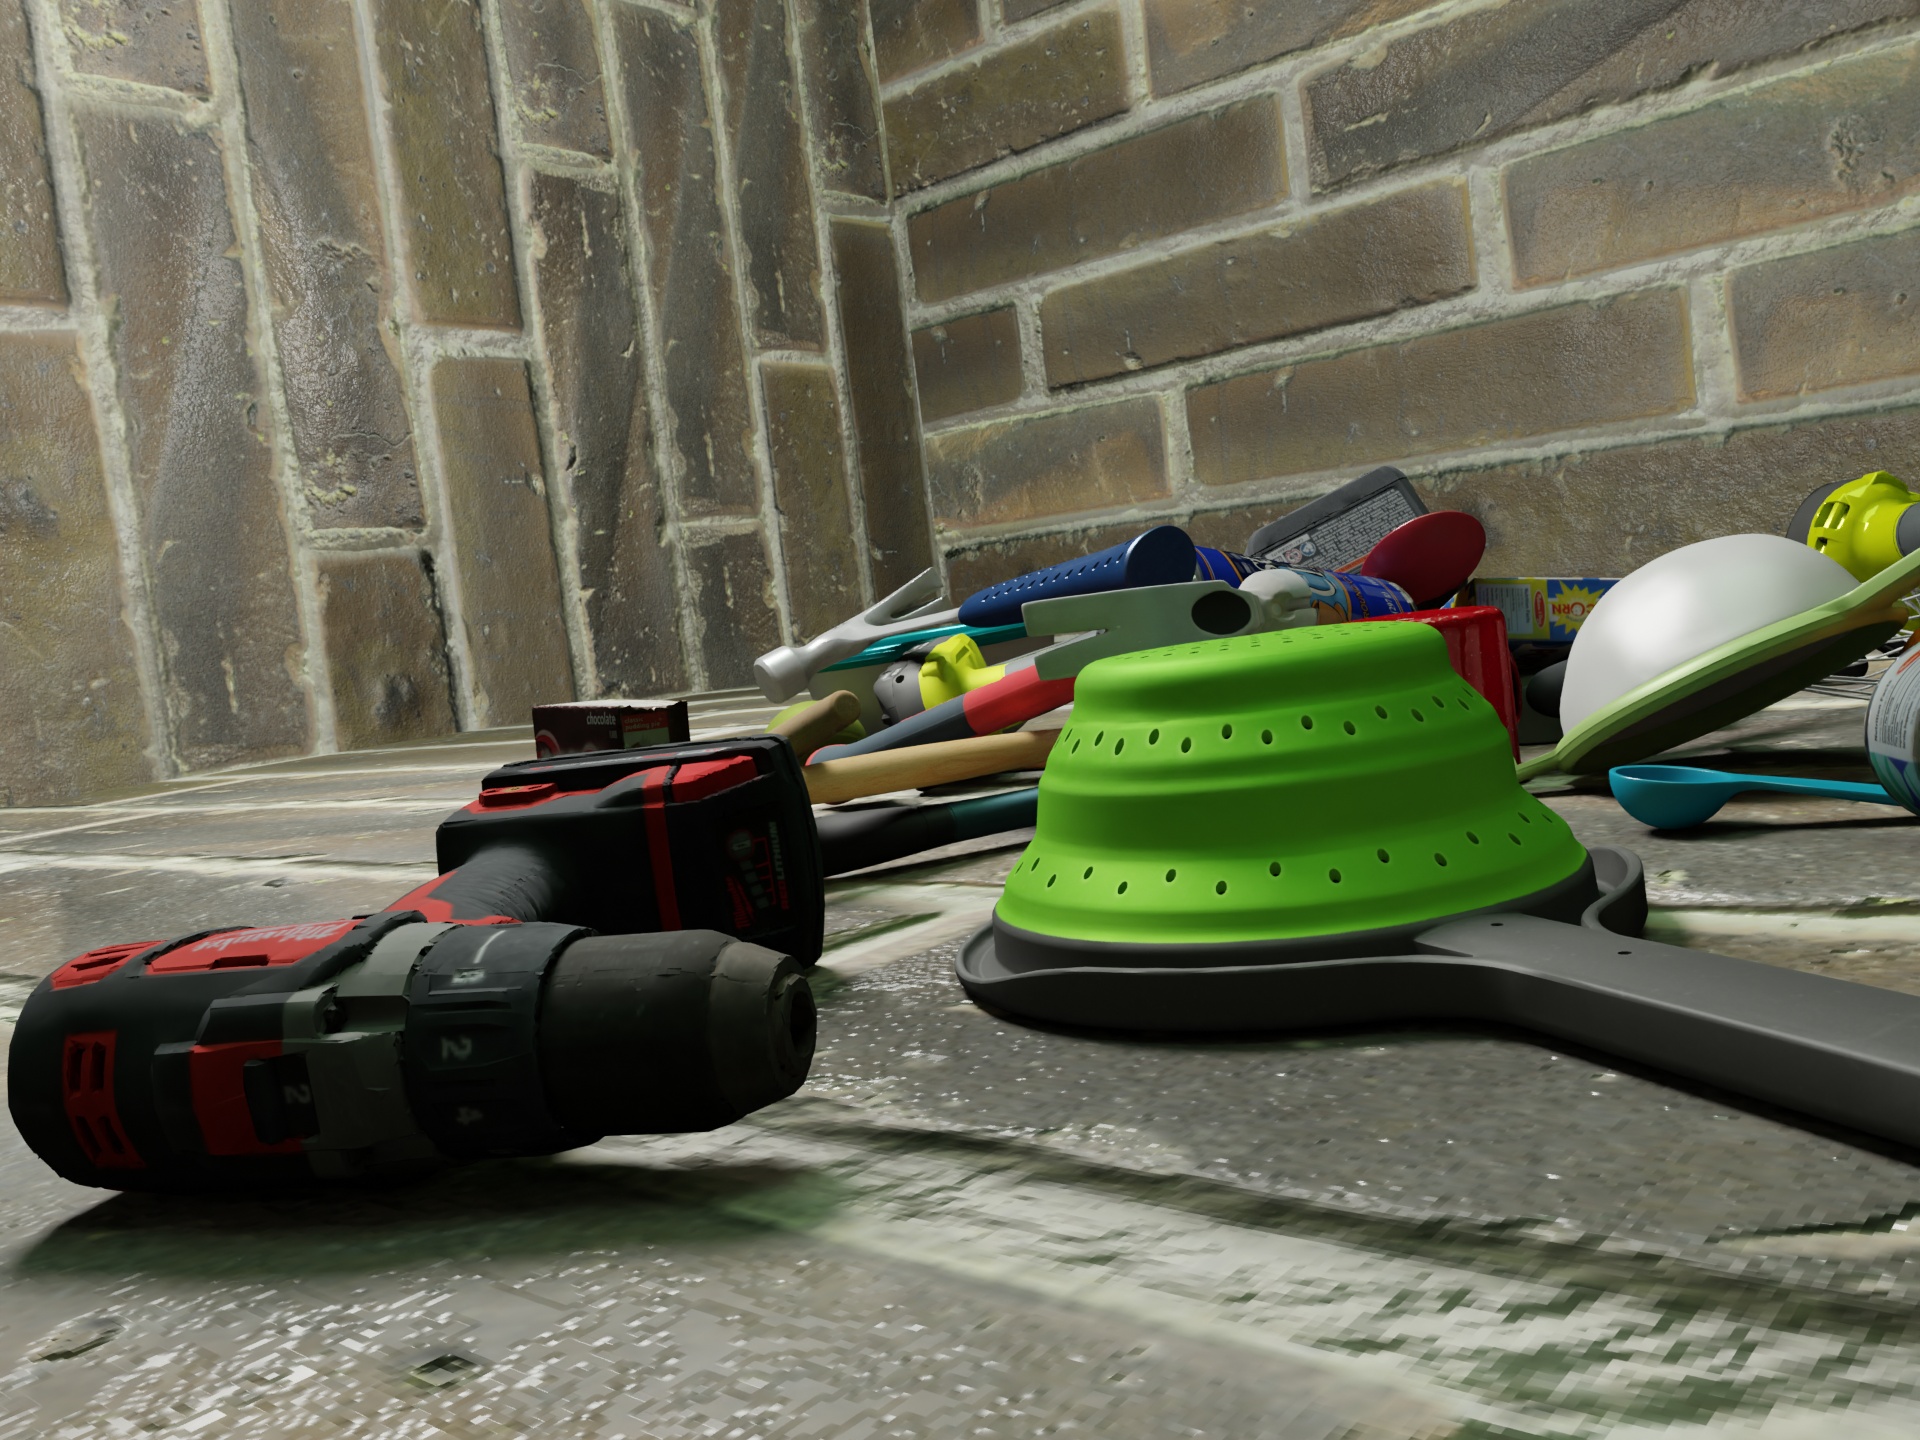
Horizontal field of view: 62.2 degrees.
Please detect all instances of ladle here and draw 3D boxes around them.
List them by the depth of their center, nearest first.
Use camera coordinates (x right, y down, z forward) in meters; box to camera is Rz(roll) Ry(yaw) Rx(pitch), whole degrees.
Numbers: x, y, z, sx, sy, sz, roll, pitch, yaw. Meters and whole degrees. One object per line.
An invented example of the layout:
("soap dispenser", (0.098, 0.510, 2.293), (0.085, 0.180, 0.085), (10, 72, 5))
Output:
("ladle", (0.255, -0.051, 0.983), (0.069, 0.031, 0.315), (-9, -16, -2))
("ladle", (-0.116, 0.042, 0.992), (0.078, 0.062, 0.320), (-8, 11, 8))

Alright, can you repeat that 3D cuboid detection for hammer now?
("hammer", (-0.021, 0.049, 0.719), (0.331, 0.033, 0.128), (-9, 4, -25))
("hammer", (-0.001, -0.003, 0.809), (0.143, 0.038, 0.386), (-9, -7, -32))
("hammer", (0.009, -0.066, 0.917), (0.144, 0.035, 0.405), (-30, 11, -24))

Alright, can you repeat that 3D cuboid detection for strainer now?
("strainer", (0.335, -0.060, 0.644), (0.151, 0.069, 0.256), (-12, -21, -27))
("strainer", (0.041, -0.028, 1.188), (0.340, 0.095, 0.211), (-7, 6, 19))

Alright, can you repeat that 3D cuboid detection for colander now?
("colander", (0.123, 0.023, 0.407), (0.204, 0.094, 0.397), (-9, 4, -20))

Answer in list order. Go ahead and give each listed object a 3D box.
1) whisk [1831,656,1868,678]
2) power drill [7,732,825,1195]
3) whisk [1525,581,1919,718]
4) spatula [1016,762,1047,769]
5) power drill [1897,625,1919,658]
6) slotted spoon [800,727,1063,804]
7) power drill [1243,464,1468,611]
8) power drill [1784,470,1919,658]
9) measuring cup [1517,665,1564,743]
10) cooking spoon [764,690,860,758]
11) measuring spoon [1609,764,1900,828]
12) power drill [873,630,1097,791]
("whisk", (0.435, -0.044, 1.049), (0.073, 0.073, 0.296), (-11, 13, -43))
("power drill", (-0.105, 0.062, 0.438), (0.188, 0.080, 0.227), (-6, 7, 15))
("whisk", (0.399, -0.031, 0.804), (0.284, 0.070, 0.070), (-8, 4, -22))
("spatula", (0.140, 0.004, 0.989), (0.322, 0.041, 0.081), (-6, -11, 29))
("power drill", (0.476, -0.026, 0.591), (0.226, 0.084, 0.164), (-9, 3, 29))
("slotted spoon", (-0.055, 0.026, 0.678), (0.313, 0.031, 0.070), (-8, -12, -44))
("power drill", (0.276, -0.089, 1.092), (0.185, 0.084, 0.226), (-27, -19, -1))
("power drill", (0.572, -0.080, 0.840), (0.190, 0.080, 0.228), (29, -4, -6))
("measuring cup", (0.325, -0.015, 0.932), (0.083, 0.038, 0.167), (-7, 6, 0))
("cooking spoon", (-0.119, 0.033, 0.768), (0.068, 0.017, 0.319), (-15, -7, -31))
("measuring spoon", (0.298, 0.032, 0.563), (0.129, 0.021, 0.042), (5, 8, 25))
("power drill", (0.072, -0.038, 0.999), (0.223, 0.080, 0.171), (-19, 11, 17))
